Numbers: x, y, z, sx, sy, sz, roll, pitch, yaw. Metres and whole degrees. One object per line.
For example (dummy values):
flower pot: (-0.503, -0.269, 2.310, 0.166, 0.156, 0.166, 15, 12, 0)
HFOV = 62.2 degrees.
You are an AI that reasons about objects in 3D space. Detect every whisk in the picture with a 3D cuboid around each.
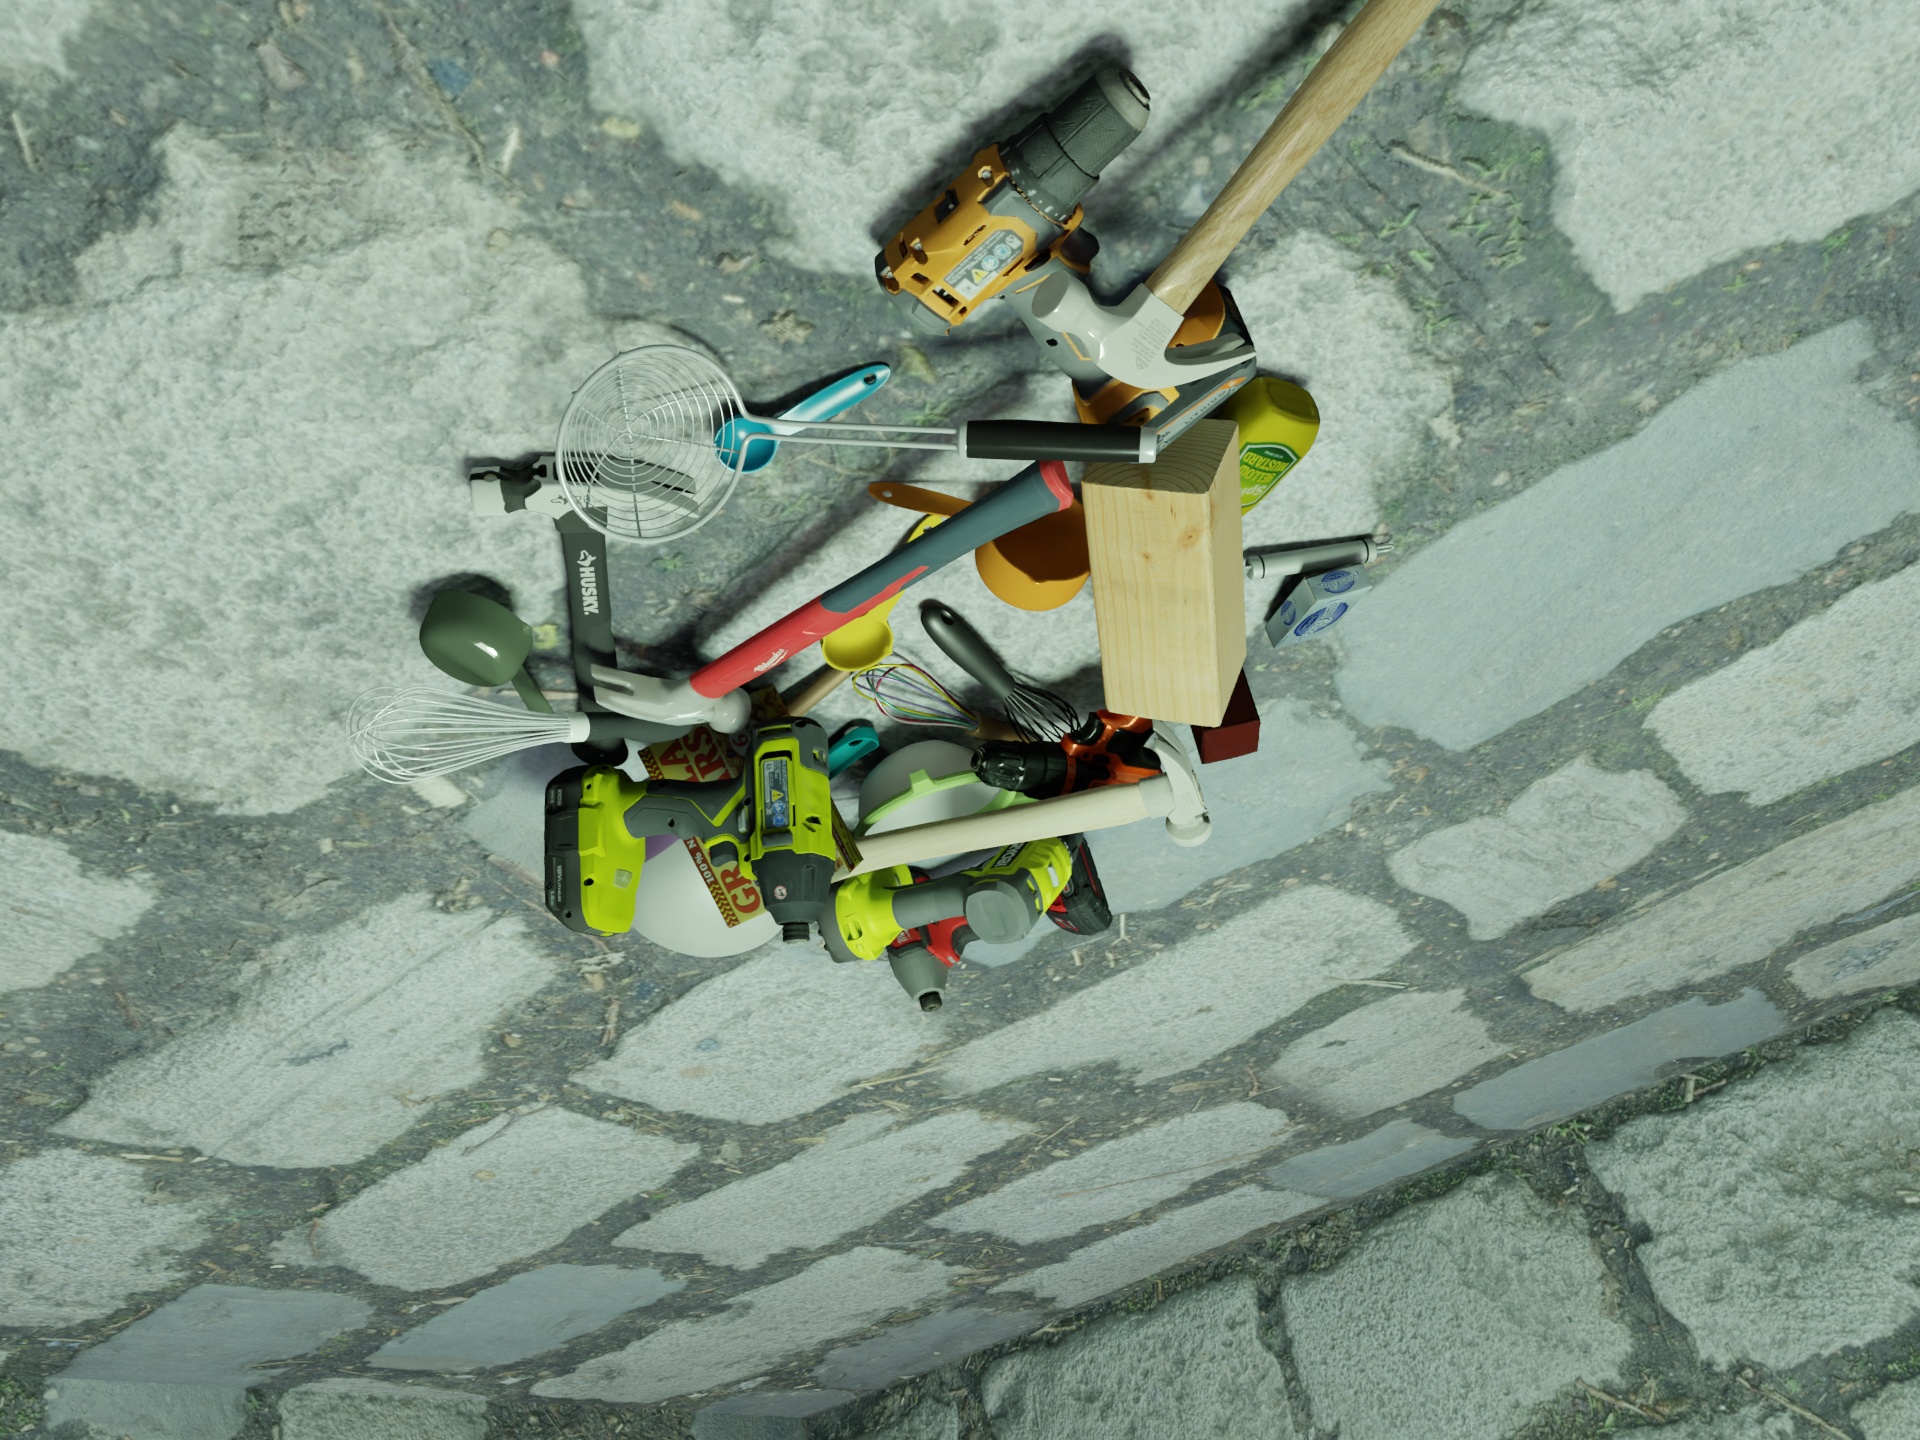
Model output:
whisk: (0.000, -0.005, 1.347, 0.244, 0.051, 0.047, 23, 108, -47)
whisk: (0.036, -0.031, 1.325, 0.055, 0.055, 0.238, -27, 139, 20)
whisk: (-0.310, 0.007, 1.156, 0.284, 0.070, 0.070, -2, 149, -47)

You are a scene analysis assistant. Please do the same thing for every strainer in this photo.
strainer: (0.227, -0.119, 1.265, 0.258, 0.050, 0.086, -10, 162, -11)
strainer: (-0.182, 0.126, 1.430, 0.210, 0.095, 0.340, 20, 135, -39)
strainer: (0.010, 0.053, 1.429, 0.256, 0.069, 0.151, -5, 154, -39)

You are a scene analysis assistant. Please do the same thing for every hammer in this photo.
hammer: (-0.089, -0.087, 1.113, 0.386, 0.038, 0.143, -28, 155, 32)
hammer: (-0.007, 0.090, 1.315, 0.410, 0.038, 0.146, -13, 141, 14)
hammer: (-0.266, -0.068, 1.175, 0.146, 0.035, 0.334, -4, 145, -11)
hammer: (0.188, -0.324, 0.882, 0.130, 0.031, 0.331, 26, 115, -35)

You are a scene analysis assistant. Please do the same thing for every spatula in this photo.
spatula: (-0.184, 0.023, 1.335, 0.316, 0.060, 0.018, -36, -177, 25)

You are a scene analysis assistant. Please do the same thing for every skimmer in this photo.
skimmer: (-0.061, -0.166, 0.984, 0.363, 0.090, 0.127, 3, 119, 5)

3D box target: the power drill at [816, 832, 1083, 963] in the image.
power drill: (-0.005, 0.148, 1.461, 0.228, 0.190, 0.080, -12, 105, 28)

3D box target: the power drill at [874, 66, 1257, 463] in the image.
power drill: (0.087, -0.272, 0.964, 0.185, 0.084, 0.226, -37, 135, 28)

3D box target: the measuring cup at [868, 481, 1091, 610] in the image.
measuring cup: (0.013, -0.132, 1.151, 0.173, 0.095, 0.052, 14, 146, -6)

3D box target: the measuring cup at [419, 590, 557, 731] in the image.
measuring cup: (-0.338, -0.028, 1.170, 0.083, 0.038, 0.167, 5, 144, 20)

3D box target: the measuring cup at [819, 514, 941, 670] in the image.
measuring cup: (-0.058, -0.103, 1.212, 0.062, 0.029, 0.156, 13, 127, -33)

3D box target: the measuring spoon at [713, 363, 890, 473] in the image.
measuring spoon: (-0.105, -0.206, 1.051, 0.128, 0.021, 0.042, -27, 130, 4)

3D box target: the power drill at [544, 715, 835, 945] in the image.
power drill: (-0.207, 0.097, 1.236, 0.223, 0.171, 0.080, -9, 164, 17)

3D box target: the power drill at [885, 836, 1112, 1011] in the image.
power drill: (0.027, 0.188, 1.550, 0.219, 0.143, 0.078, -23, 147, 11)
